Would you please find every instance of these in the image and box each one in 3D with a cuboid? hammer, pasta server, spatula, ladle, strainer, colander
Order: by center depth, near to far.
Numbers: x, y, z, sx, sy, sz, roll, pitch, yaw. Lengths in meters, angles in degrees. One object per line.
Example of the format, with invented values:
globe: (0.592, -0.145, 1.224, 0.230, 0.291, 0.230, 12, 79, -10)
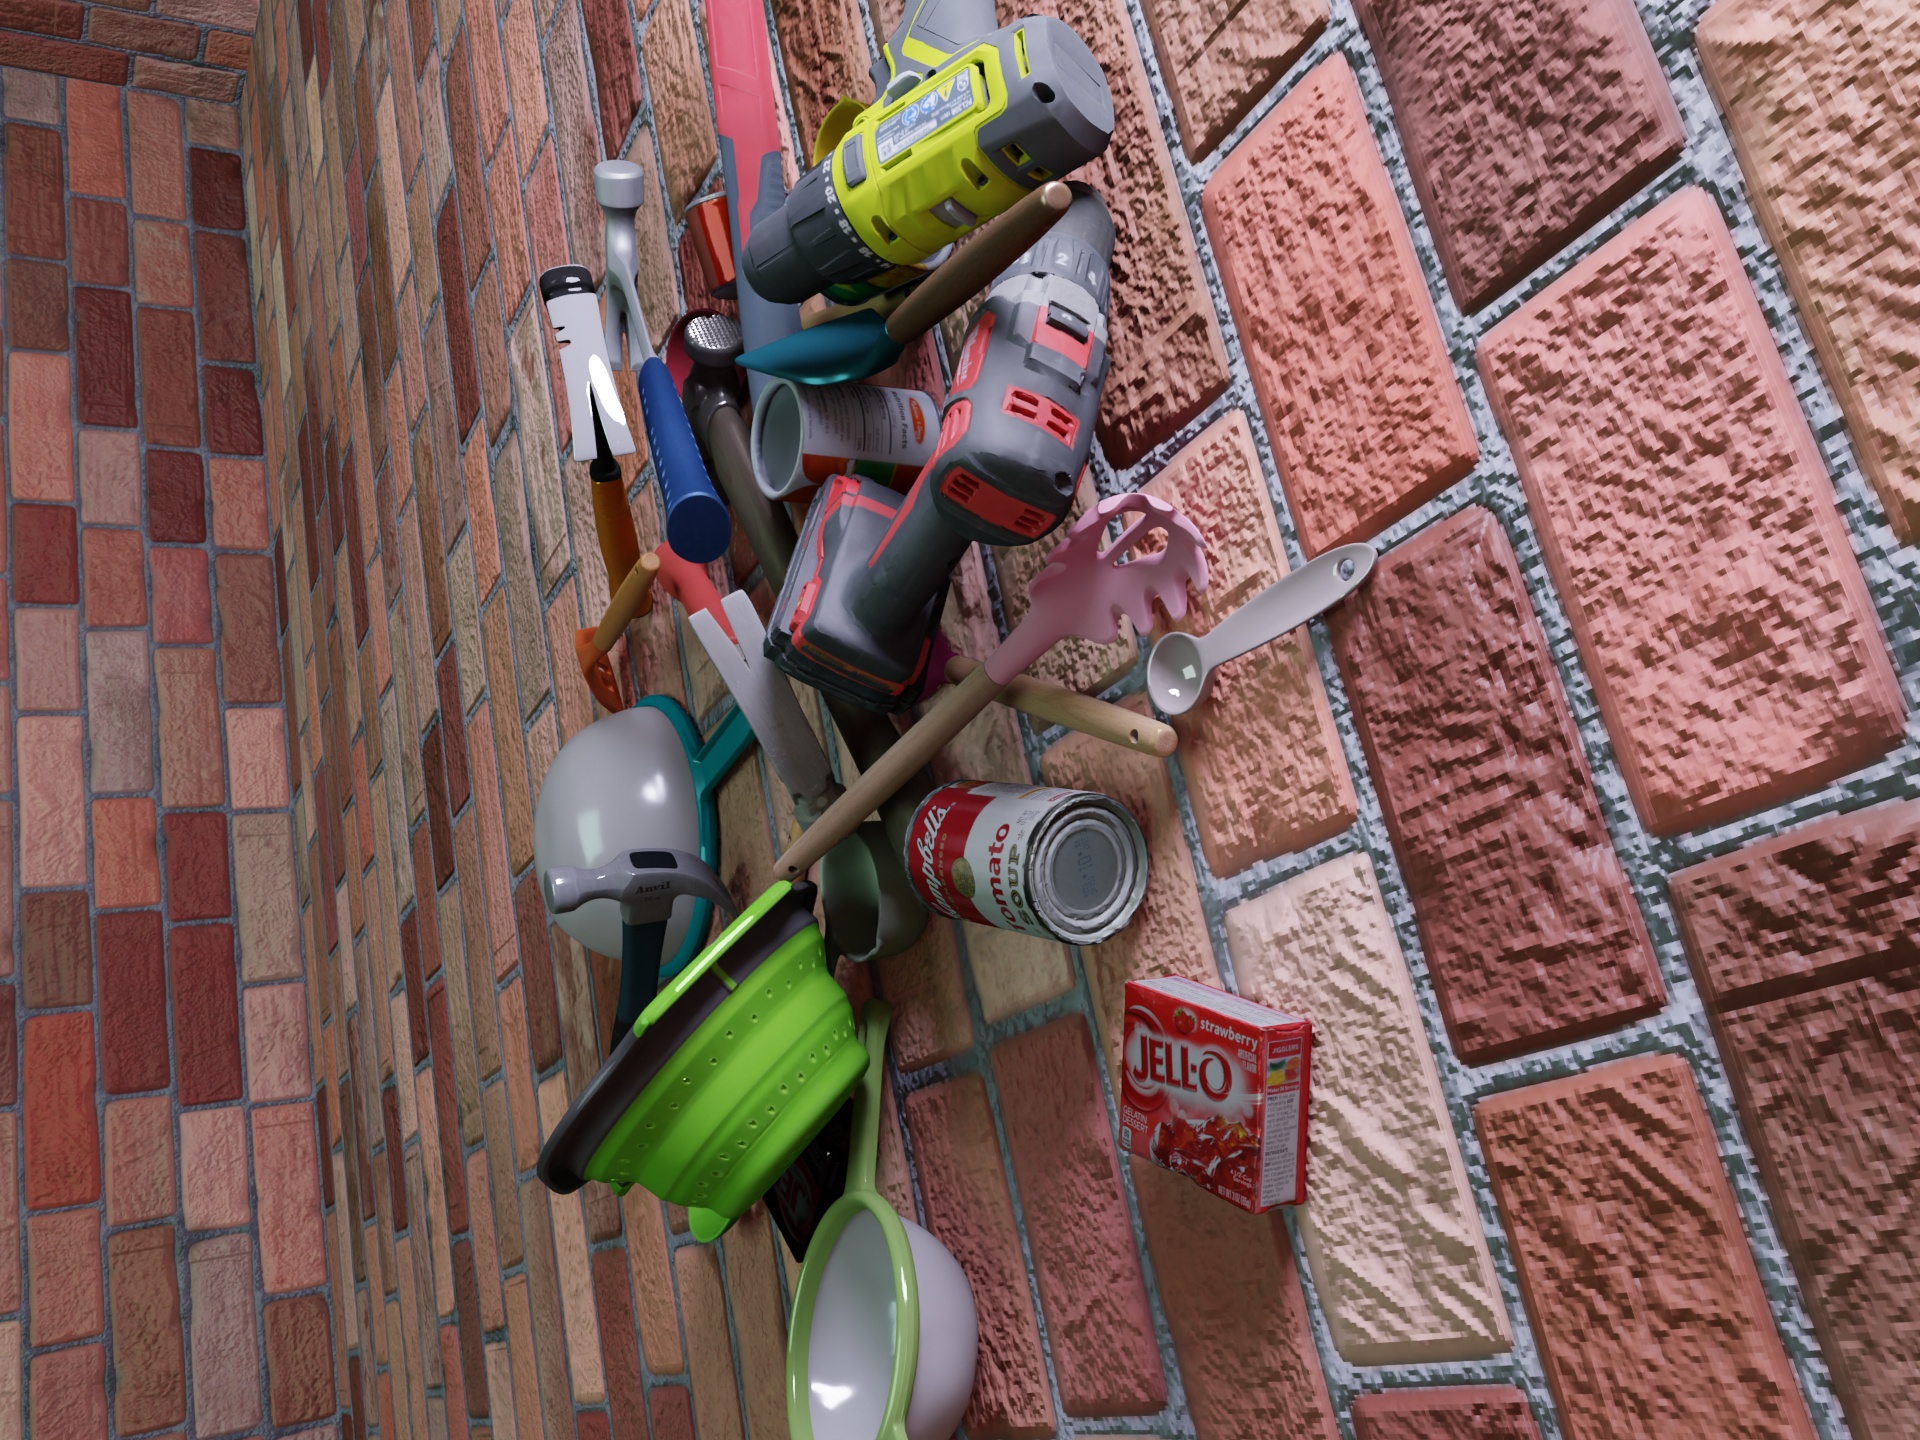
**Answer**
spatula: (-0.024, -0.191, 0.707, 0.044, 0.082, 0.317, 67, 161, -7)
pasta server: (-0.001, -0.002, 0.737, 0.316, 0.060, 0.040, -43, 19, 36)
strainer: (-0.031, 0.276, 0.845, 0.151, 0.069, 0.257, -42, 39, 53)
colander: (-0.138, 0.229, 0.897, 0.094, 0.204, 0.397, 41, 146, 7)
hammer: (-0.088, -0.055, 0.916, 0.146, 0.038, 0.411, 103, 147, -47)
hammer: (-0.137, -0.329, 0.923, 0.038, 0.143, 0.386, 33, -131, -74)
hammer: (-0.146, -0.057, 0.952, 0.149, 0.036, 0.359, 65, 172, -28)
ladle: (-0.101, -0.235, 0.965, 0.315, 0.031, 0.069, 5, 109, 56)
hammer: (-0.190, -0.212, 0.984, 0.406, 0.035, 0.144, -114, 24, -50)
hammer: (-0.231, -0.146, 1.054, 0.336, 0.034, 0.127, 105, 151, -67)
spatula: (-0.238, -0.065, 1.119, 0.322, 0.041, 0.081, -31, 76, 65)
strainer: (-0.232, 0.059, 1.120, 0.340, 0.095, 0.211, -44, 54, 52)
hammer: (-0.231, 0.214, 1.123, 0.033, 0.128, 0.330, 58, 146, 41)

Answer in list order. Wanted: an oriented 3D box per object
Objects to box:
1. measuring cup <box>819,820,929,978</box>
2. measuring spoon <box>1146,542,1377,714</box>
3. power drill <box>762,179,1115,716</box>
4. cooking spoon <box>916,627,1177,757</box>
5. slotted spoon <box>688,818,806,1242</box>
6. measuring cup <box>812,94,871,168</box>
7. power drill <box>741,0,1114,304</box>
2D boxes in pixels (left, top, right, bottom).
measuring cup: (-0.056, 0.124, 0.895, 0.083, 0.038, 0.167, 59, 144, 38)
measuring spoon: (0.120, -0.037, 0.626, 0.124, 0.018, 0.034, -34, 62, 46)
power drill: (-0.002, -0.122, 0.728, 0.226, 0.080, 0.188, -45, 25, 53)
cooking spoon: (0.010, -0.021, 0.792, 0.319, 0.017, 0.068, 22, 109, 59)
slotted spoon: (-0.132, 0.203, 1.026, 0.070, 0.031, 0.313, 47, 128, 56)
measuring cup: (-0.021, -0.307, 0.843, 0.157, 0.029, 0.062, 6, 96, 47)
power drill: (-0.033, -0.317, 0.744, 0.190, 0.080, 0.229, -20, 67, 33)
